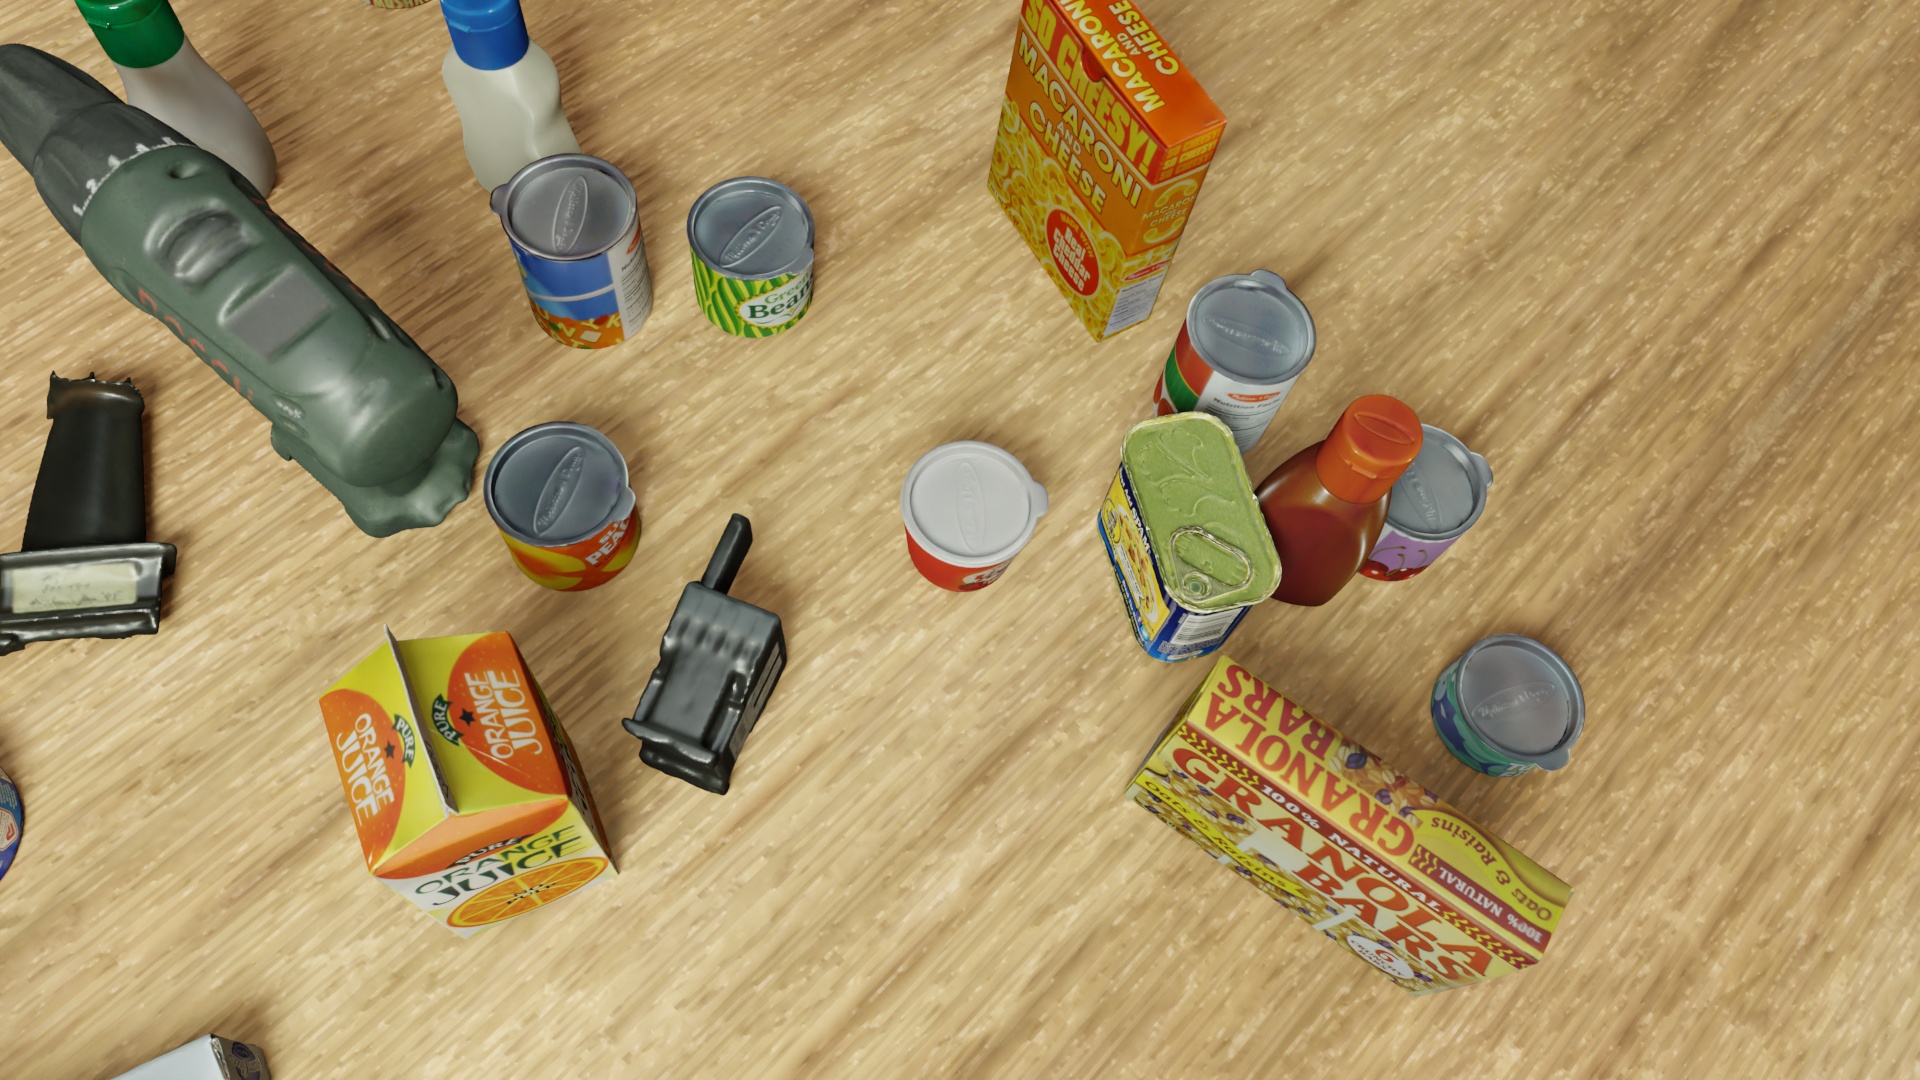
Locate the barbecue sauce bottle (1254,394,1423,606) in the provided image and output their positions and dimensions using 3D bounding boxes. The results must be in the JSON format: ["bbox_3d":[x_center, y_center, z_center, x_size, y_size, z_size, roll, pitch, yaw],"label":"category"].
[{"bbox_3d":[0.175,-0.018,0.666,0.065,0.148,0.044,26,66,6],"label":"barbecue sauce bottle"}]

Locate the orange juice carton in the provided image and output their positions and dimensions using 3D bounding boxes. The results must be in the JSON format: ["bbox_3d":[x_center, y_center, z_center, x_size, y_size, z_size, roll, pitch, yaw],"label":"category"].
[{"bbox_3d":[-0.192,0.096,0.548,0.073,0.191,0.072,-21,69,-15],"label":"orange juice carton"}]

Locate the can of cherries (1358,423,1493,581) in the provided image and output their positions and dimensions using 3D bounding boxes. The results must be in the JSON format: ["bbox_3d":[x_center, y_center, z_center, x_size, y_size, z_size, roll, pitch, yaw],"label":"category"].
[{"bbox_3d":[0.232,-0.019,0.722,0.071,0.058,0.072,2,65,-5],"label":"can of cherries"}]

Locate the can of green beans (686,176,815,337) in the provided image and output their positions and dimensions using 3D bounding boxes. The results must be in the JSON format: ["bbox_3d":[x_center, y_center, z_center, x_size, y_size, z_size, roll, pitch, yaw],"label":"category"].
[{"bbox_3d":[-0.112,-0.151,0.746,0.071,0.057,0.071,2,65,-5],"label":"can of green beans"}]

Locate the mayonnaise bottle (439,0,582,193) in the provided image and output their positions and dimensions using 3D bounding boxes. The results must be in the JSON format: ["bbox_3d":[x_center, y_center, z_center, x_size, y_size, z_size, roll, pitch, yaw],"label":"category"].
[{"bbox_3d":[-0.235,-0.231,0.720,0.065,0.147,0.041,24,65,5],"label":"mayonnaise bottle"}]

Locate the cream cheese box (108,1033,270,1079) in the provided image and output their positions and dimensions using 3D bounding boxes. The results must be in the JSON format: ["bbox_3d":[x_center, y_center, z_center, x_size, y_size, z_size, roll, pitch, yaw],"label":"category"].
[{"bbox_3d":[-0.333,0.231,0.546,0.104,0.053,0.024,-24,70,-16],"label":"cream cheese box"}]

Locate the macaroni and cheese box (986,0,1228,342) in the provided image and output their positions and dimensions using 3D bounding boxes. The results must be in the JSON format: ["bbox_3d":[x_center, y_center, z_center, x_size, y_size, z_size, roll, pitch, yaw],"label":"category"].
[{"bbox_3d":[0.069,-0.200,0.729,0.040,0.165,0.124,-27,71,-17],"label":"macaroni and cheese box"}]

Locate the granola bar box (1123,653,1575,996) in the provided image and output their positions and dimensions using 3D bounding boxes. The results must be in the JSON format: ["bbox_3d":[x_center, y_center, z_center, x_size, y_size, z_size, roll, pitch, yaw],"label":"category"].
[{"bbox_3d":[0.160,0.130,0.609,0.166,0.123,0.039,34,67,10],"label":"granola bar box"}]

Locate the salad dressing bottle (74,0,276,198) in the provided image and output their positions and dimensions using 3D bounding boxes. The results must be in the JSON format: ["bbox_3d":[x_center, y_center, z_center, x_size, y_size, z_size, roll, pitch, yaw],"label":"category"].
[{"bbox_3d":[-0.395,-0.226,0.700,0.064,0.147,0.044,17,65,2],"label":"salad dressing bottle"}]

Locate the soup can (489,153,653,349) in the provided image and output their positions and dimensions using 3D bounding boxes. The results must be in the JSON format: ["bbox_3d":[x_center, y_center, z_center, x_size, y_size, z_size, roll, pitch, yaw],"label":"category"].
[{"bbox_3d":[-0.199,-0.149,0.721,0.071,0.083,0.071,2,65,-5],"label":"soup can"}]

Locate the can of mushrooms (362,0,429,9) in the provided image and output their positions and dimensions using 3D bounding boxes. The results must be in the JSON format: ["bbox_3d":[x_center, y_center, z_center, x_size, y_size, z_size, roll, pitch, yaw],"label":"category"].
[{"bbox_3d":[-0.338,-0.351,0.827,0.071,0.033,0.071,2,65,-5],"label":"can of mushrooms"}]

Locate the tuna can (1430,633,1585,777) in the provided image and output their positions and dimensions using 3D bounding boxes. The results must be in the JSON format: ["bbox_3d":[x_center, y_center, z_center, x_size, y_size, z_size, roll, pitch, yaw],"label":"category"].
[{"bbox_3d":[0.273,0.085,0.693,0.071,0.032,0.071,2,65,-5],"label":"tuna can"}]

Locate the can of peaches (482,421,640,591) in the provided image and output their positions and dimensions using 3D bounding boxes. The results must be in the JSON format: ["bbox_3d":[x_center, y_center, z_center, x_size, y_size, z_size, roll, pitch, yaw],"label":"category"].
[{"bbox_3d":[-0.189,-0.014,0.674,0.071,0.057,0.071,2,65,-5],"label":"can of peaches"}]

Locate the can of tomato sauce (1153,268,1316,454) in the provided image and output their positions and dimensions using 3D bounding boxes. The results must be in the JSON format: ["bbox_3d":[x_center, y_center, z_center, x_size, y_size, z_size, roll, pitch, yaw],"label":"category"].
[{"bbox_3d":[0.142,-0.091,0.732,0.071,0.082,0.071,2,65,-5],"label":"can of tomato sauce"}]

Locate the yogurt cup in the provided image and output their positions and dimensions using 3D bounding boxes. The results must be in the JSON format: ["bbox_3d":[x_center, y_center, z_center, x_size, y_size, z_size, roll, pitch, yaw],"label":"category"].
[{"bbox_3d":[0.002,-0.009,0.695,0.072,0.053,0.072,2,65,-5],"label":"yogurt cup"}]
